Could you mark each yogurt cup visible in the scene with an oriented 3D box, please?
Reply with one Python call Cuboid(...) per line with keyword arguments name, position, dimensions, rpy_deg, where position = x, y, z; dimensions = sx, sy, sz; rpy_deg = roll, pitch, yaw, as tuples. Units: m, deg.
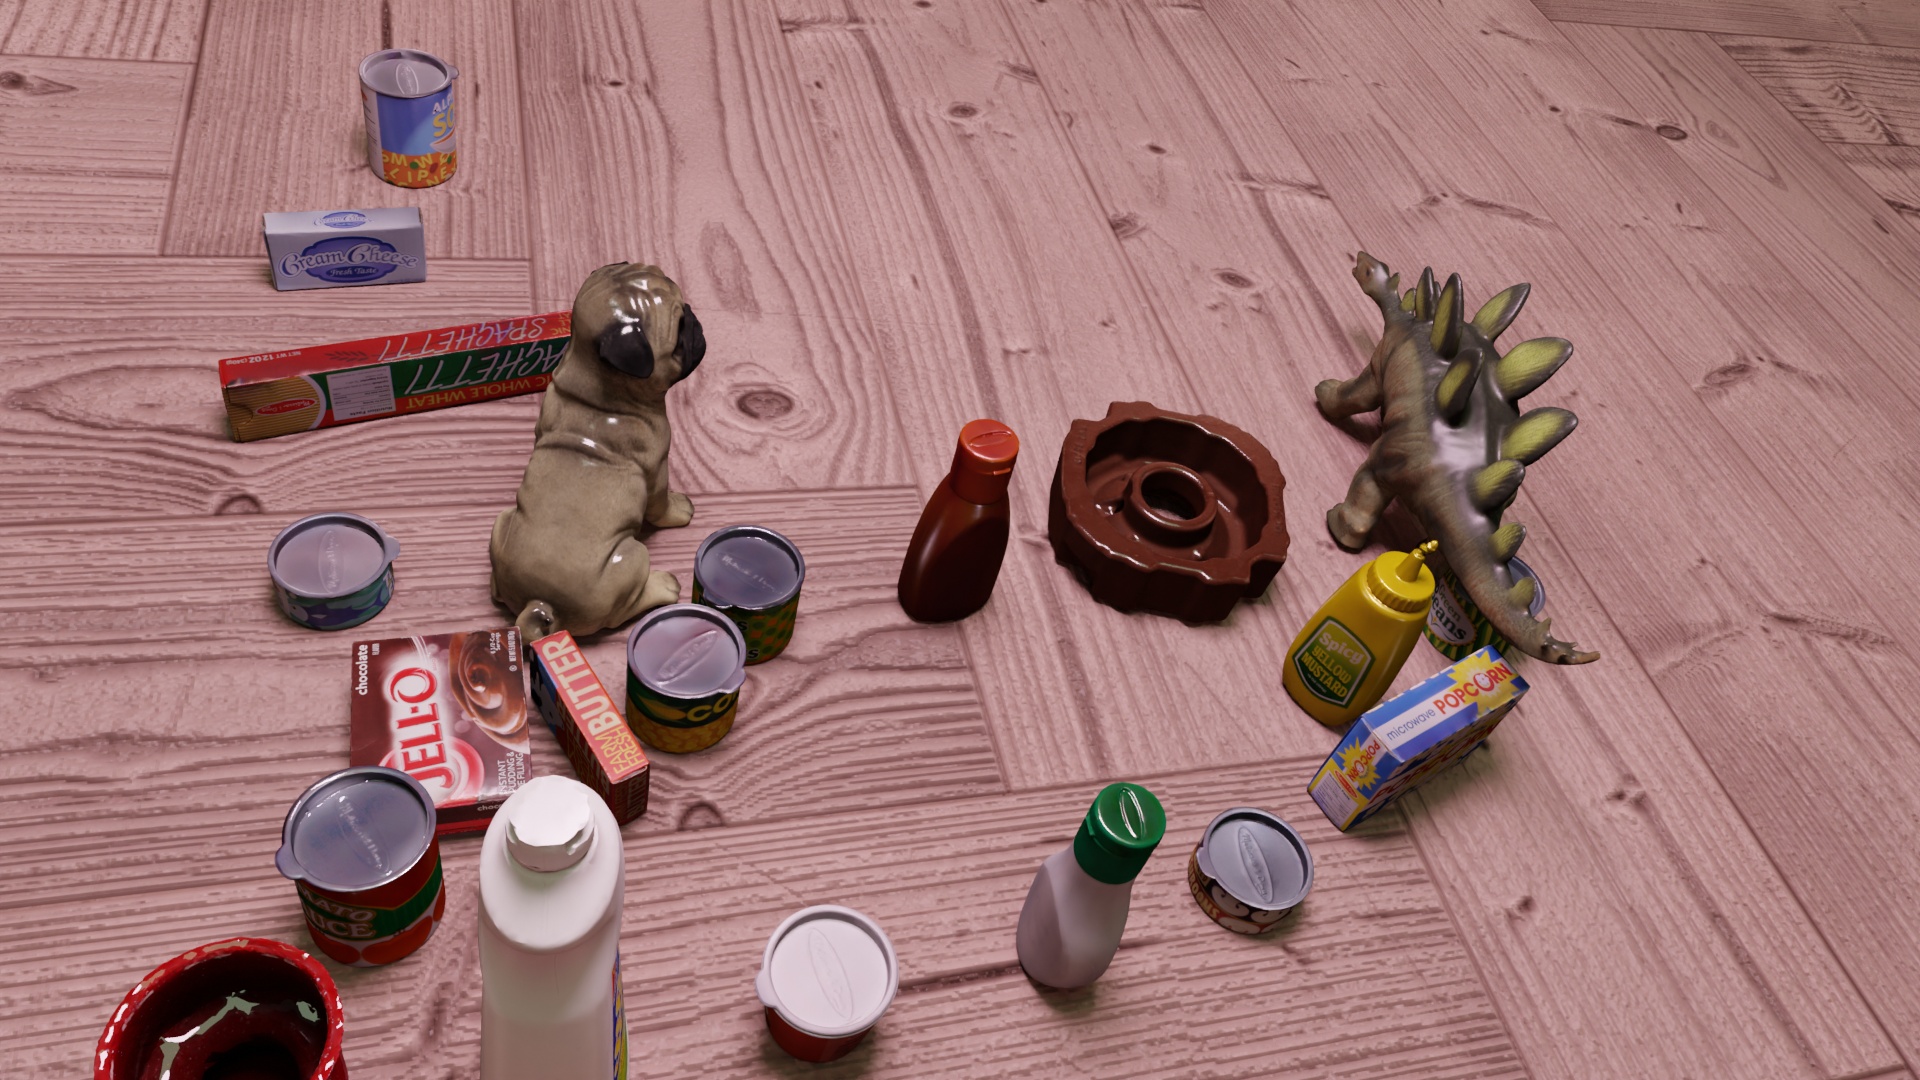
Cuboid(name="yogurt cup", position=(-0.068, 0.225, 0.697), dimensions=(0.072, 0.053, 0.073), rpy_deg=(8, 47, -9))

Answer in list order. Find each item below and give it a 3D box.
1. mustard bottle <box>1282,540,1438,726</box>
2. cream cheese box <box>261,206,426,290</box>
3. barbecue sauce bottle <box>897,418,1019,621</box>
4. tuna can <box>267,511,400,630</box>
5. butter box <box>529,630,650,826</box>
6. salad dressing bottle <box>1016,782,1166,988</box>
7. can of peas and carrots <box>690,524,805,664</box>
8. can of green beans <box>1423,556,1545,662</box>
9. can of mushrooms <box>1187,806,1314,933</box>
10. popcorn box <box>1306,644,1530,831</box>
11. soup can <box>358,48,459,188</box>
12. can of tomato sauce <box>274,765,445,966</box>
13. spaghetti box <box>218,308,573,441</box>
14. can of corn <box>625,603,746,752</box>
Cuboid(name="mustard bottle", position=(0.256, 0.052, 0.871), dimensions=(0.049, 0.159, 0.065), rpy_deg=(-29, 61, -34))
Cuboid(name="cream cheese box", position=(-0.435, -0.207, 0.987), dimensions=(0.104, 0.053, 0.024), rpy_deg=(-8, 52, -22))
Cuboid(name="barbecue sauce bottle", position=(0.003, -0.011, 0.866), dimensions=(0.065, 0.147, 0.044), rpy_deg=(-14, 54, -26))
Cuboid(name="tuna can", position=(-0.366, 0.018, 0.817), dimensions=(0.071, 0.032, 0.071), rpy_deg=(8, 47, -9))
Cuboid(name="butter box", position=(-0.206, 0.104, 0.769), dimensions=(0.024, 0.052, 0.104), rpy_deg=(-22, 58, -31))
Cuboid(name="salad dressing bottle", position=(0.066, 0.178, 0.713), dimensions=(0.044, 0.146, 0.064), rpy_deg=(0, 49, -16))
Cuboid(name="can of peas and carrots", position=(-0.132, 0.035, 0.848), dimensions=(0.071, 0.058, 0.071), rpy_deg=(8, 47, -9))
Cuboid(name="can of green beans", position=(0.365, 0.046, 0.976), dimensions=(0.071, 0.057, 0.071), rpy_deg=(8, 47, -9))
Cuboid(name="can of mushrooms", position=(0.166, 0.191, 0.806), dimensions=(0.071, 0.033, 0.071), rpy_deg=(8, 47, -9))
Cuboid(name="popcorn box", position=(0.285, 0.123, 0.866), dimensions=(0.127, 0.084, 0.038), rpy_deg=(-21, 57, -30))
Cuboid(name="soup can", position=(-0.424, -0.327, 1.077), dimensions=(0.071, 0.083, 0.072), rpy_deg=(8, 47, -9))
Cuboid(name="can of tomato sauce", position=(-0.289, 0.161, 0.675), dimensions=(0.071, 0.082, 0.071), rpy_deg=(8, 47, -9))
Cuboid(name="spaghetti box", position=(-0.353, -0.114, 0.927), dimensions=(0.251, 0.049, 0.029), rpy_deg=(-14, 54, -26))
Cuboid(name="can of corn", position=(-0.157, 0.081, 0.800), dimensions=(0.071, 0.058, 0.071), rpy_deg=(8, 47, -9))
